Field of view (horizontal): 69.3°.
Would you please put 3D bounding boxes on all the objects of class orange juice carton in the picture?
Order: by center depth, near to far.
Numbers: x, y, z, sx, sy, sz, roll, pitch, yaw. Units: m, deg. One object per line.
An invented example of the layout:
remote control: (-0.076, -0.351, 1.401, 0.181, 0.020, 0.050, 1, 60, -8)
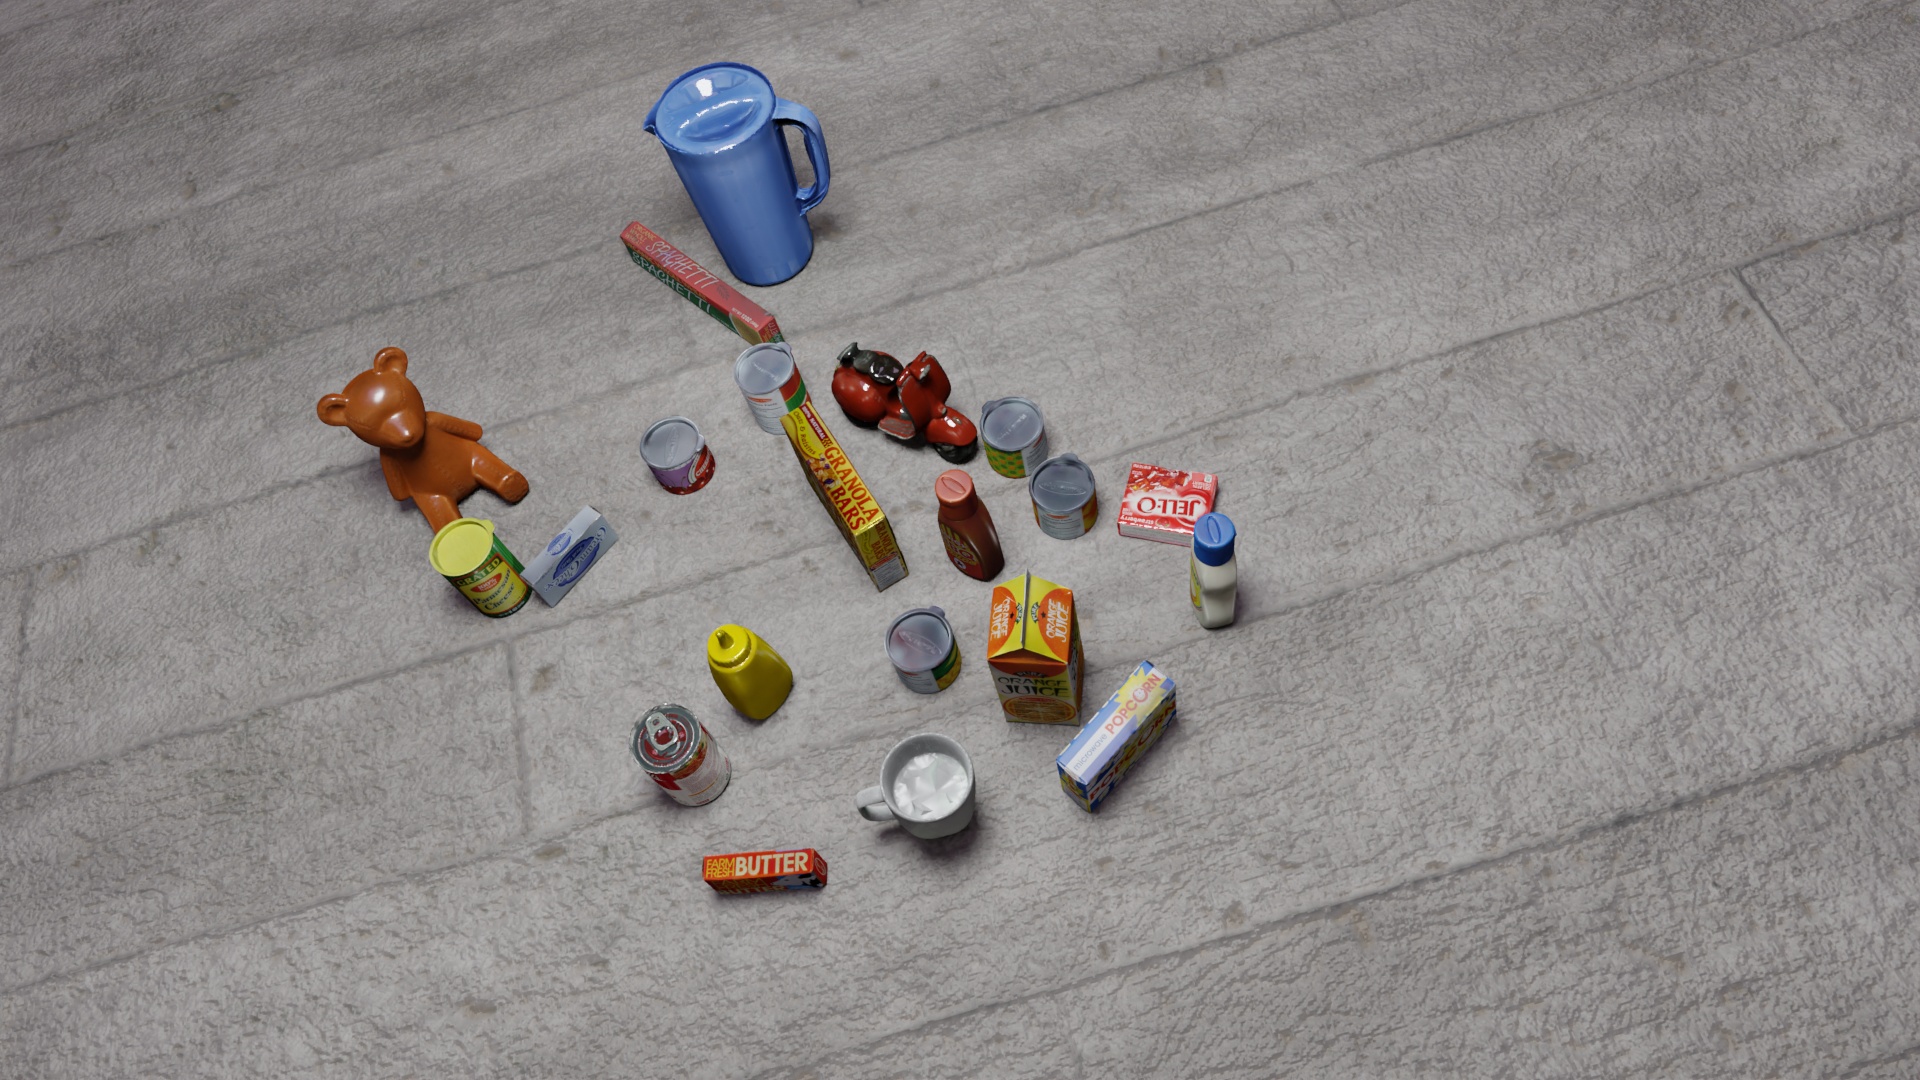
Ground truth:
orange juice carton: (0.068, 0.098, 1.250, 0.073, 0.192, 0.072, 1, 62, 10)

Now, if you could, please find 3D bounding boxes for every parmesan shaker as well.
parmesan shaker: (-0.490, 0.028, 1.434, 0.071, 0.102, 0.071, -4, 61, 7)

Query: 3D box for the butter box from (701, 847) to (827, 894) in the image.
butter box: (-0.177, 0.300, 1.258, 0.103, 0.053, 0.024, -6, 61, 6)

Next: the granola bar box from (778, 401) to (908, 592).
granola bar box: (-0.116, -0.044, 1.399, 0.039, 0.123, 0.166, -31, 61, -8)

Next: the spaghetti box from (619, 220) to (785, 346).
spaghetti box: (-0.303, -0.295, 1.614, 0.250, 0.050, 0.029, 36, 73, 25)

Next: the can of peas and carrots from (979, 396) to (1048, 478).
can of peas and carrots: (0.054, -0.108, 1.444, 0.071, 0.058, 0.071, -4, 61, 7)

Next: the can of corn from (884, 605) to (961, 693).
can of corn: (-0.034, 0.105, 1.340, 0.071, 0.058, 0.071, -4, 61, 7)

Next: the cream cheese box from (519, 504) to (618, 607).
cream cheese box: (-0.409, 0.016, 1.455, 0.024, 0.053, 0.104, 32, 71, 24)

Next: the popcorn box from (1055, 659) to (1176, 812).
popcorn box: (0.142, 0.178, 1.255, 0.038, 0.085, 0.127, 37, 73, 25)

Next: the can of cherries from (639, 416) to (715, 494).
can of cherries: (-0.301, -0.090, 1.494, 0.071, 0.058, 0.072, -4, 61, 7)

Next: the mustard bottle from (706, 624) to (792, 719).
mustard bottle: (-0.204, 0.115, 1.305, 0.049, 0.159, 0.065, 31, 70, 23)

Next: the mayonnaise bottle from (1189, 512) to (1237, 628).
mayonnaise bottle: (0.234, 0.025, 1.289, 0.041, 0.147, 0.065, -12, 60, 3)

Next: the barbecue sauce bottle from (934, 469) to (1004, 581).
barbecue sauce bottle: (0.005, -0.017, 1.350, 0.065, 0.148, 0.044, 35, 72, 25)

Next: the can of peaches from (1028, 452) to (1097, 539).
can of peaches: (0.105, -0.044, 1.401, 0.071, 0.057, 0.071, -4, 61, 7)

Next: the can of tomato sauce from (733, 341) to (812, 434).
can of tomato sauce: (-0.201, -0.165, 1.505, 0.071, 0.082, 0.071, -4, 61, 7)
